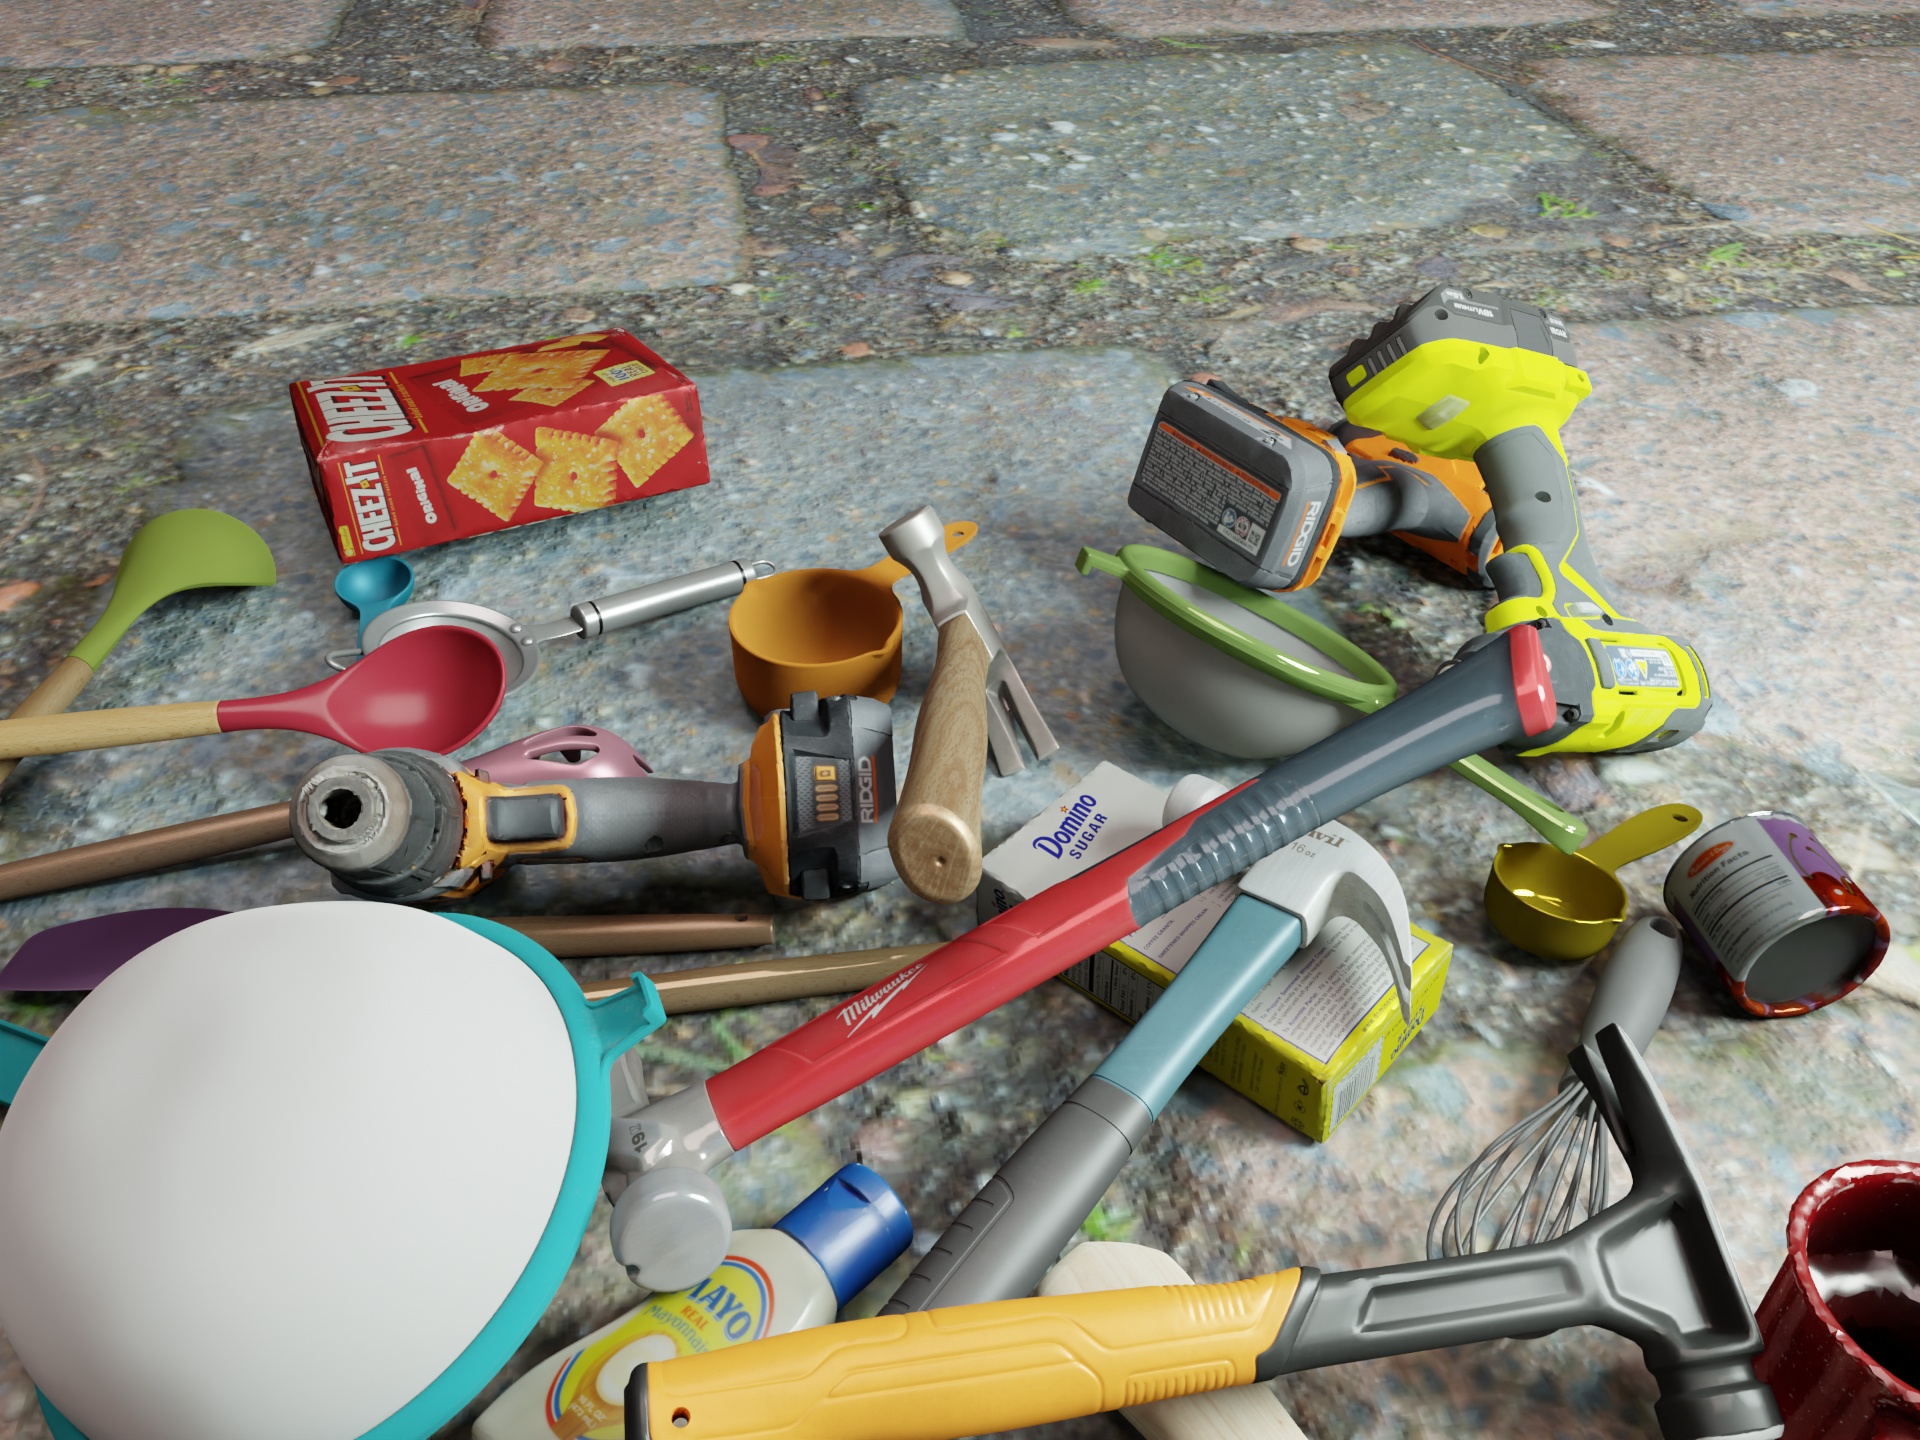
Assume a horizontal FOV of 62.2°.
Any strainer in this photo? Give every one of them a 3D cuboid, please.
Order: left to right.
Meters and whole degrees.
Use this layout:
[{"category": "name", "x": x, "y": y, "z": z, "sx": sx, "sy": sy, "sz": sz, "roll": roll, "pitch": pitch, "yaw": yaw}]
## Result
[{"category": "strainer", "x": -0.284, "y": 0.122, "z": 0.537, "sx": 0.340, "sy": 0.095, "sz": 0.211, "roll": 10, "pitch": 55, "yaw": 25}, {"category": "strainer", "x": -0.204, "y": -0.048, "z": 0.838, "sx": 0.258, "sy": 0.050, "sz": 0.087, "roll": -21, "pitch": 51, "yaw": -34}, {"category": "strainer", "x": 0.168, "y": 0.004, "z": 0.753, "sx": 0.257, "sy": 0.069, "sz": 0.151, "roll": 38, "pitch": 20, "yaw": 29}]

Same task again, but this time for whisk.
[{"category": "whisk", "x": 0.235, "y": 0.141, "z": 0.603, "sx": 0.055, "sy": 0.055, "sz": 0.239, "roll": 23, "pitch": 39, "yaw": 26}]

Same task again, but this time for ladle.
[{"category": "ladle", "x": -0.441, "y": 0.001, "z": 0.777, "sx": 0.078, "sy": 0.062, "sz": 0.320, "roll": 6, "pitch": 45, "yaw": 12}, {"category": "ladle", "x": -0.364, "y": 0.002, "z": 0.725, "sx": 0.315, "sy": 0.031, "sz": 0.069, "roll": -6, "pitch": 65, "yaw": -5}]

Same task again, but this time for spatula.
[{"category": "spatula", "x": -0.237, "y": 0.092, "z": 0.672, "sx": 0.316, "sy": 0.018, "sz": 0.060, "roll": -1, "pitch": 26, "yaw": -3}]

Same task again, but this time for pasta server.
[{"category": "pasta server", "x": -0.298, "y": 0.050, "z": 0.722, "sx": 0.316, "sy": 0.040, "sz": 0.060, "roll": -13, "pitch": 40, "yaw": -11}]

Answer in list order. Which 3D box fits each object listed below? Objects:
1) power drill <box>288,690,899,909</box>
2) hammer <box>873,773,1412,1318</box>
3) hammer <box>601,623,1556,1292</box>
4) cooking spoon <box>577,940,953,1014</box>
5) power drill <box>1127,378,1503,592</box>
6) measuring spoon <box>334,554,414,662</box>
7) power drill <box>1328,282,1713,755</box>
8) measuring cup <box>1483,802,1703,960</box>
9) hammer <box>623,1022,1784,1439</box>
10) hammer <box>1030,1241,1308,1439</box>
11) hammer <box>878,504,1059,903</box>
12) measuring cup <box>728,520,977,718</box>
[{"category": "power drill", "x": -0.139, "y": 0.036, "z": 0.630, "sx": 0.226, "sy": 0.185, "sz": 0.084, "roll": -3, "pitch": 83, "yaw": -7}, {"category": "hammer", "x": 0.045, "y": 0.140, "z": 0.547, "sx": 0.128, "sy": 0.033, "sz": 0.331, "roll": 22, "pitch": 50, "yaw": 35}, {"category": "hammer", "x": 0.043, "y": 0.063, "z": 0.585, "sx": 0.386, "sy": 0.038, "sz": 0.143, "roll": -28, "pitch": 24, "yaw": -7}, {"category": "cooking spoon", "x": -0.146, "y": 0.114, "z": 0.647, "sx": 0.319, "sy": 0.017, "sz": 0.069, "roll": -5, "pitch": 37, "yaw": -8}, {"category": "power drill", "x": 0.206, "y": -0.136, "z": 0.896, "sx": 0.226, "sy": 0.084, "sz": 0.164, "roll": -4, "pitch": 33, "yaw": -38}, {"category": "measuring spoon", "x": -0.310, "y": -0.040, "z": 0.848, "sx": 0.042, "sy": 0.021, "sz": 0.129, "roll": -9, "pitch": 48, "yaw": -12}, {"category": "power drill", "x": 0.265, "y": -0.092, "z": 0.771, "sx": 0.171, "sy": 0.080, "sz": 0.223, "roll": 1, "pitch": 66, "yaw": -36}, {"category": "measuring cup", "x": 0.292, "y": 0.069, "z": 0.718, "sx": 0.156, "sy": 0.029, "sz": 0.062, "roll": -16, "pitch": 38, "yaw": -39}, {"category": "hammer", "x": 0.071, "y": 0.174, "z": 0.473, "sx": 0.337, "sy": 0.034, "sz": 0.127, "roll": -5, "pitch": 62, "yaw": -11}, {"category": "hammer", "x": 0.159, "y": 0.292, "z": 0.412, "sx": 0.146, "sy": 0.038, "sz": 0.411, "roll": -28, "pitch": 46, "yaw": -30}, {"category": "hammer", "x": -0.001, "y": -0.002, "z": 0.657, "sx": 0.031, "sy": 0.130, "sz": 0.331, "roll": -28, "pitch": 14, "yaw": 10}, {"category": "measuring cup", "x": -0.047, "y": -0.052, "z": 0.838, "sx": 0.095, "sy": 0.052, "sz": 0.173, "roll": 26, "pitch": 42, "yaw": 29}]
